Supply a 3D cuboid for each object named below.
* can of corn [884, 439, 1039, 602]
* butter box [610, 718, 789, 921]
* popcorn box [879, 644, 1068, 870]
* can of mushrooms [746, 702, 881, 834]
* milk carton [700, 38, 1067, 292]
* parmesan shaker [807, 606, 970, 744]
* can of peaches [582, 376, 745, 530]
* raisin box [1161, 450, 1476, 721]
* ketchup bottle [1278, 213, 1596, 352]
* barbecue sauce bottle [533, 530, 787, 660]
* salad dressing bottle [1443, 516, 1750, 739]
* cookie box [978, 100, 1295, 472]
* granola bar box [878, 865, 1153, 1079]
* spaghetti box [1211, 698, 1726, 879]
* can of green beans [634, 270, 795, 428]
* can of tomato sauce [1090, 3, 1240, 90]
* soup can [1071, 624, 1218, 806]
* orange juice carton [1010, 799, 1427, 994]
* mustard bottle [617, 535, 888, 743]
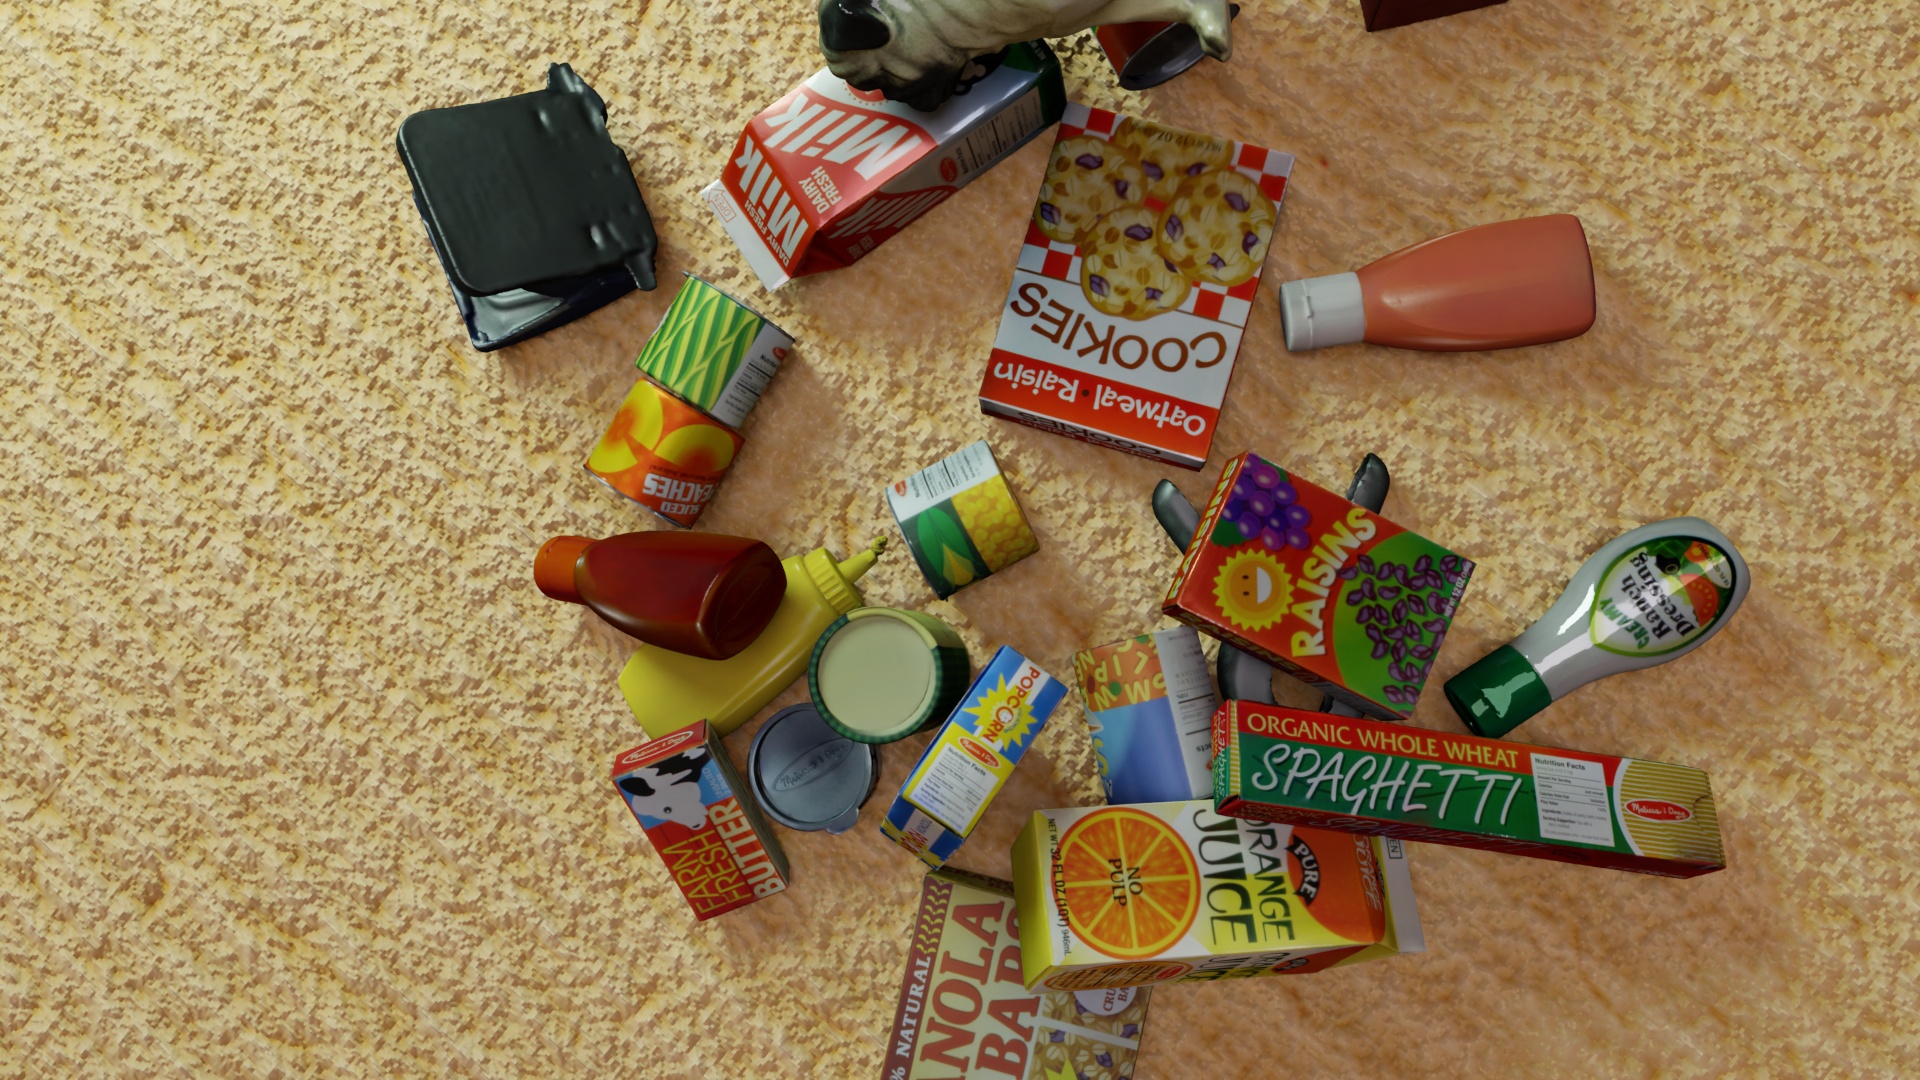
[{"bbox_3d":[0.003,-0.009,0.719,0.058,0.071,0.071,-27,82,4],"label":"can of corn"},{"bbox_3d":[-0.132,0.146,0.718,0.053,0.024,0.103,-22,114,4],"label":"butter box"},{"bbox_3d":[0.003,0.107,0.667,0.038,0.126,0.085,34,70,5],"label":"popcorn box"},{"bbox_3d":[-0.075,0.120,0.732,0.071,0.033,0.071,-1,84,7],"label":"can of mushrooms"},{"bbox_3d":[-0.043,-0.213,0.738,0.190,0.073,0.072,-35,82,3],"label":"milk carton"},{"bbox_3d":[-0.037,0.066,0.697,0.071,0.103,0.071,-1,85,7],"label":"parmesan shaker"},{"bbox_3d":[-0.156,-0.046,0.740,0.071,0.071,0.058,31,89,9],"label":"can of peaches"},{"bbox_3d":[0.171,0.022,0.670,0.123,0.040,0.086,26,82,-1],"label":"raisin box"},{"bbox_3d":[0.241,-0.125,0.709,0.149,0.043,0.065,-7,83,7],"label":"ketchup bottle"},{"bbox_3d":[-0.161,0.022,0.716,0.148,0.043,0.065,7,48,37],"label":"barbecue sauce bottle"},{"bbox_3d":[0.311,0.046,0.685,0.147,0.044,0.064,-34,83,3],"label":"salad dressing bottle"},{"bbox_3d":[0.092,-0.132,0.731,0.123,0.040,0.167,16,86,8],"label":"cookie box"},{"bbox_3d":[0.025,0.262,0.704,0.124,0.039,0.165,12,86,8],"label":"granola bar box"},{"bbox_3d":[0.237,0.117,0.651,0.250,0.028,0.050,9,62,-10],"label":"spaghetti box"},{"bbox_3d":[-0.131,-0.101,0.743,0.071,0.071,0.058,32,90,9],"label":"can of green beans"},{"bbox_3d":[0.096,-0.293,0.730,0.071,0.071,0.083,-28,82,4],"label":"can of tomato sauce"},{"bbox_3d":[0.094,0.090,0.698,0.071,0.071,0.084,-14,83,6],"label":"soup can"},{"bbox_3d":[0.125,0.167,0.660,0.193,0.072,0.072,-1,63,-10],"label":"orange juice carton"},{"bbox_3d":[-0.101,0.048,0.734,0.160,0.049,0.065,-35,76,3],"label":"mustard bottle"}]
